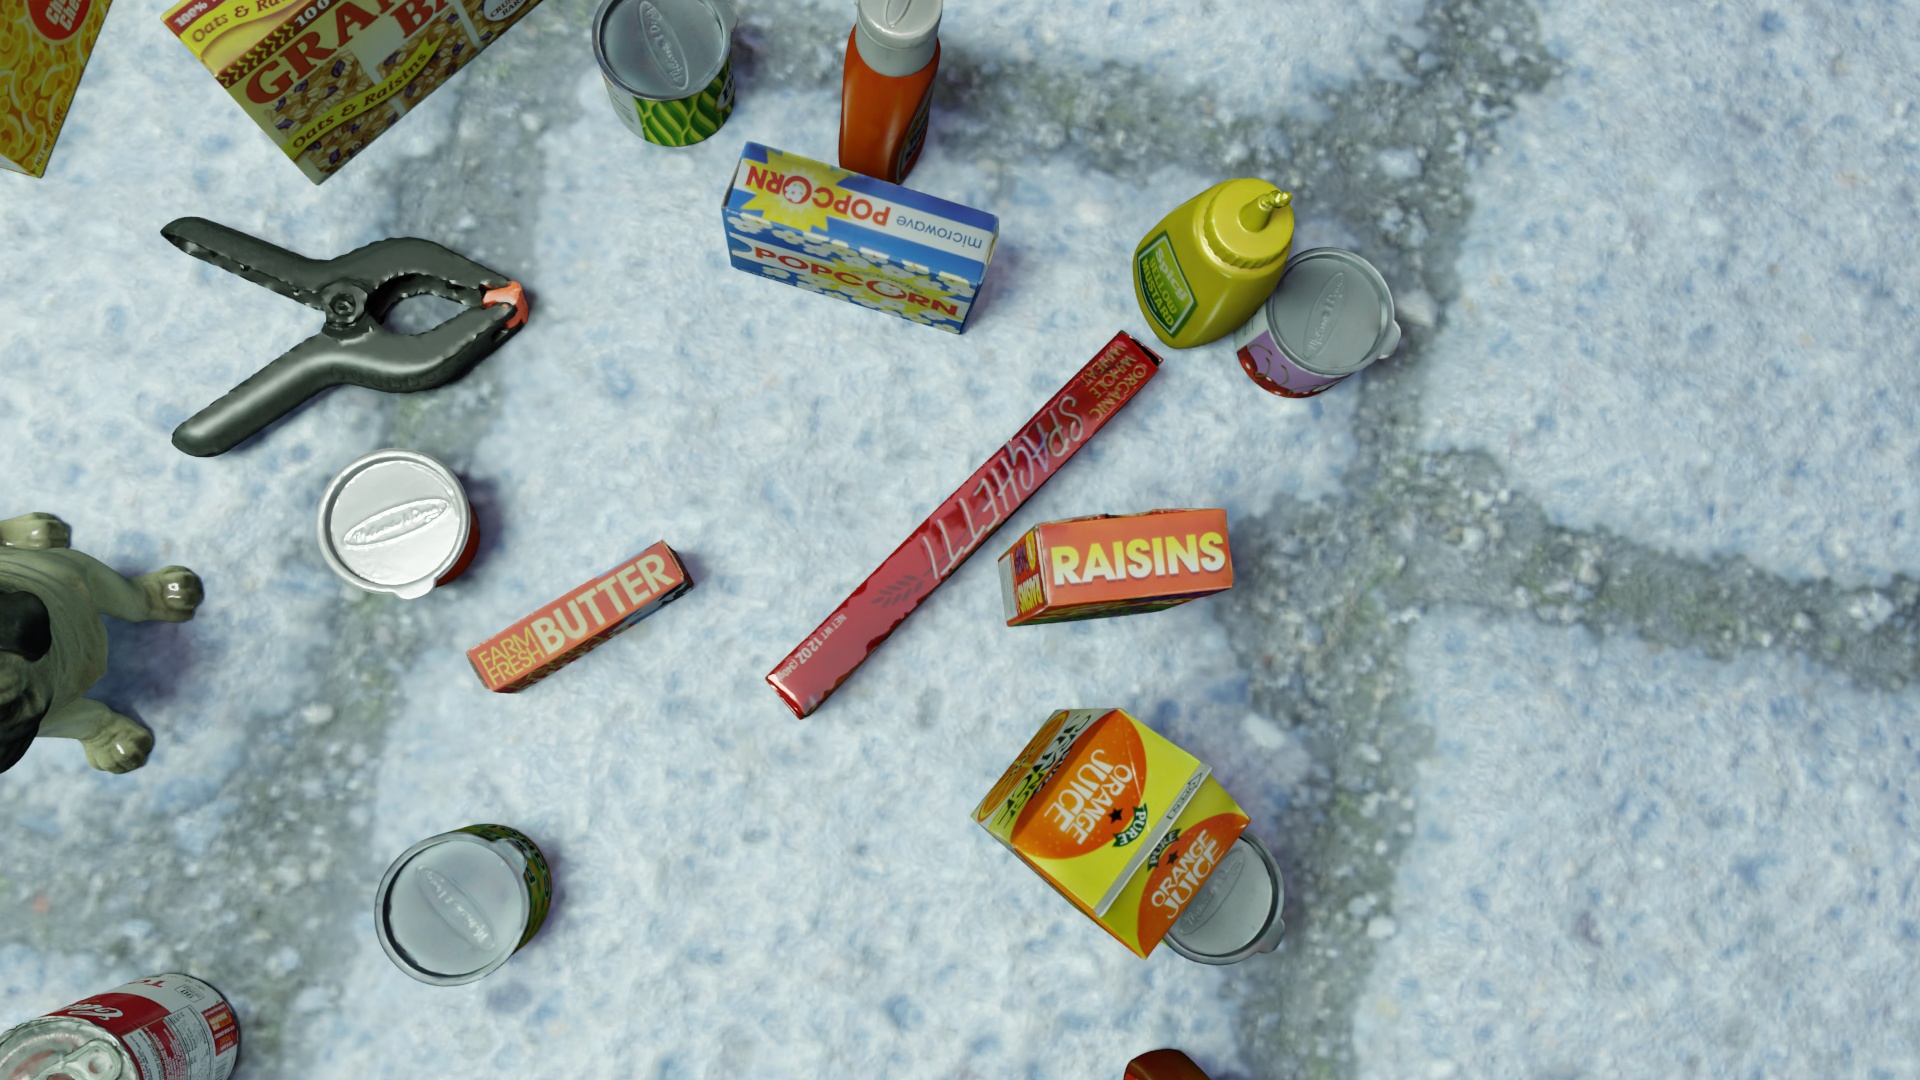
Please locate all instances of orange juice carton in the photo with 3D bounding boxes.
[{"bbox_3d":[0.063,0.123,0.604,0.073,0.192,0.072,40,81,0],"label":"orange juice carton"}]

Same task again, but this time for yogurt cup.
[{"bbox_3d":[-0.261,-0.006,0.657,0.072,0.054,0.072,1,82,-6],"label":"yogurt cup"}]

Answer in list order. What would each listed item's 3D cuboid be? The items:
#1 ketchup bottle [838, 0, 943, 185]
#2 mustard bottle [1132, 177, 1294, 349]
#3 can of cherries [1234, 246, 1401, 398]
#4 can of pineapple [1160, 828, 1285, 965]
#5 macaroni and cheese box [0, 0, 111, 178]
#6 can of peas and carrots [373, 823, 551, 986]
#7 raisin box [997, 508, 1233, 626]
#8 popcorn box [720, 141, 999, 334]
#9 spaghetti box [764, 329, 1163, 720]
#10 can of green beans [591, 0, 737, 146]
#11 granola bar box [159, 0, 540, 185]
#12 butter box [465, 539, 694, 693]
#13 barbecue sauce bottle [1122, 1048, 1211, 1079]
[{"bbox_3d":[-0.034,-0.222,0.663,0.043,0.148,0.065,20,81,-3],"label":"ketchup bottle"},{"bbox_3d":[0.124,-0.138,0.663,0.049,0.160,0.065,-23,86,-8],"label":"mustard bottle"},{"bbox_3d":[0.183,-0.109,0.717,0.071,0.058,0.071,1,82,-6],"label":"can of cherries"},{"bbox_3d":[0.117,0.169,0.672,0.071,0.058,0.071,1,82,-6],"label":"can of pineapple"},{"bbox_3d":[-0.448,-0.252,0.614,0.040,0.166,0.124,15,81,-4],"label":"macaroni and cheese box"},{"bbox_3d":[-0.224,0.163,0.636,0.071,0.058,0.071,1,82,-6],"label":"can of peas and carrots"},{"bbox_3d":[0.069,0.014,0.655,0.086,0.123,0.040,-5,83,-7],"label":"raisin box"},{"bbox_3d":[-0.049,-0.146,0.684,0.127,0.085,0.038,16,81,-4],"label":"popcorn box"},{"bbox_3d":[0.002,-0.009,0.688,0.028,0.050,0.250,45,80,1],"label":"spaghetti box"},{"bbox_3d":[-0.148,-0.240,0.700,0.071,0.057,0.071,1,82,-6],"label":"can of green beans"},{"bbox_3d":[-0.273,-0.256,0.655,0.166,0.124,0.039,-44,89,-10],"label":"granola bar box"},{"bbox_3d":[-0.178,0.037,0.661,0.104,0.053,0.024,-31,87,-9],"label":"butter box"},{"bbox_3d":[0.107,0.272,0.611,0.044,0.148,0.065,-9,84,-7],"label":"barbecue sauce bottle"}]
